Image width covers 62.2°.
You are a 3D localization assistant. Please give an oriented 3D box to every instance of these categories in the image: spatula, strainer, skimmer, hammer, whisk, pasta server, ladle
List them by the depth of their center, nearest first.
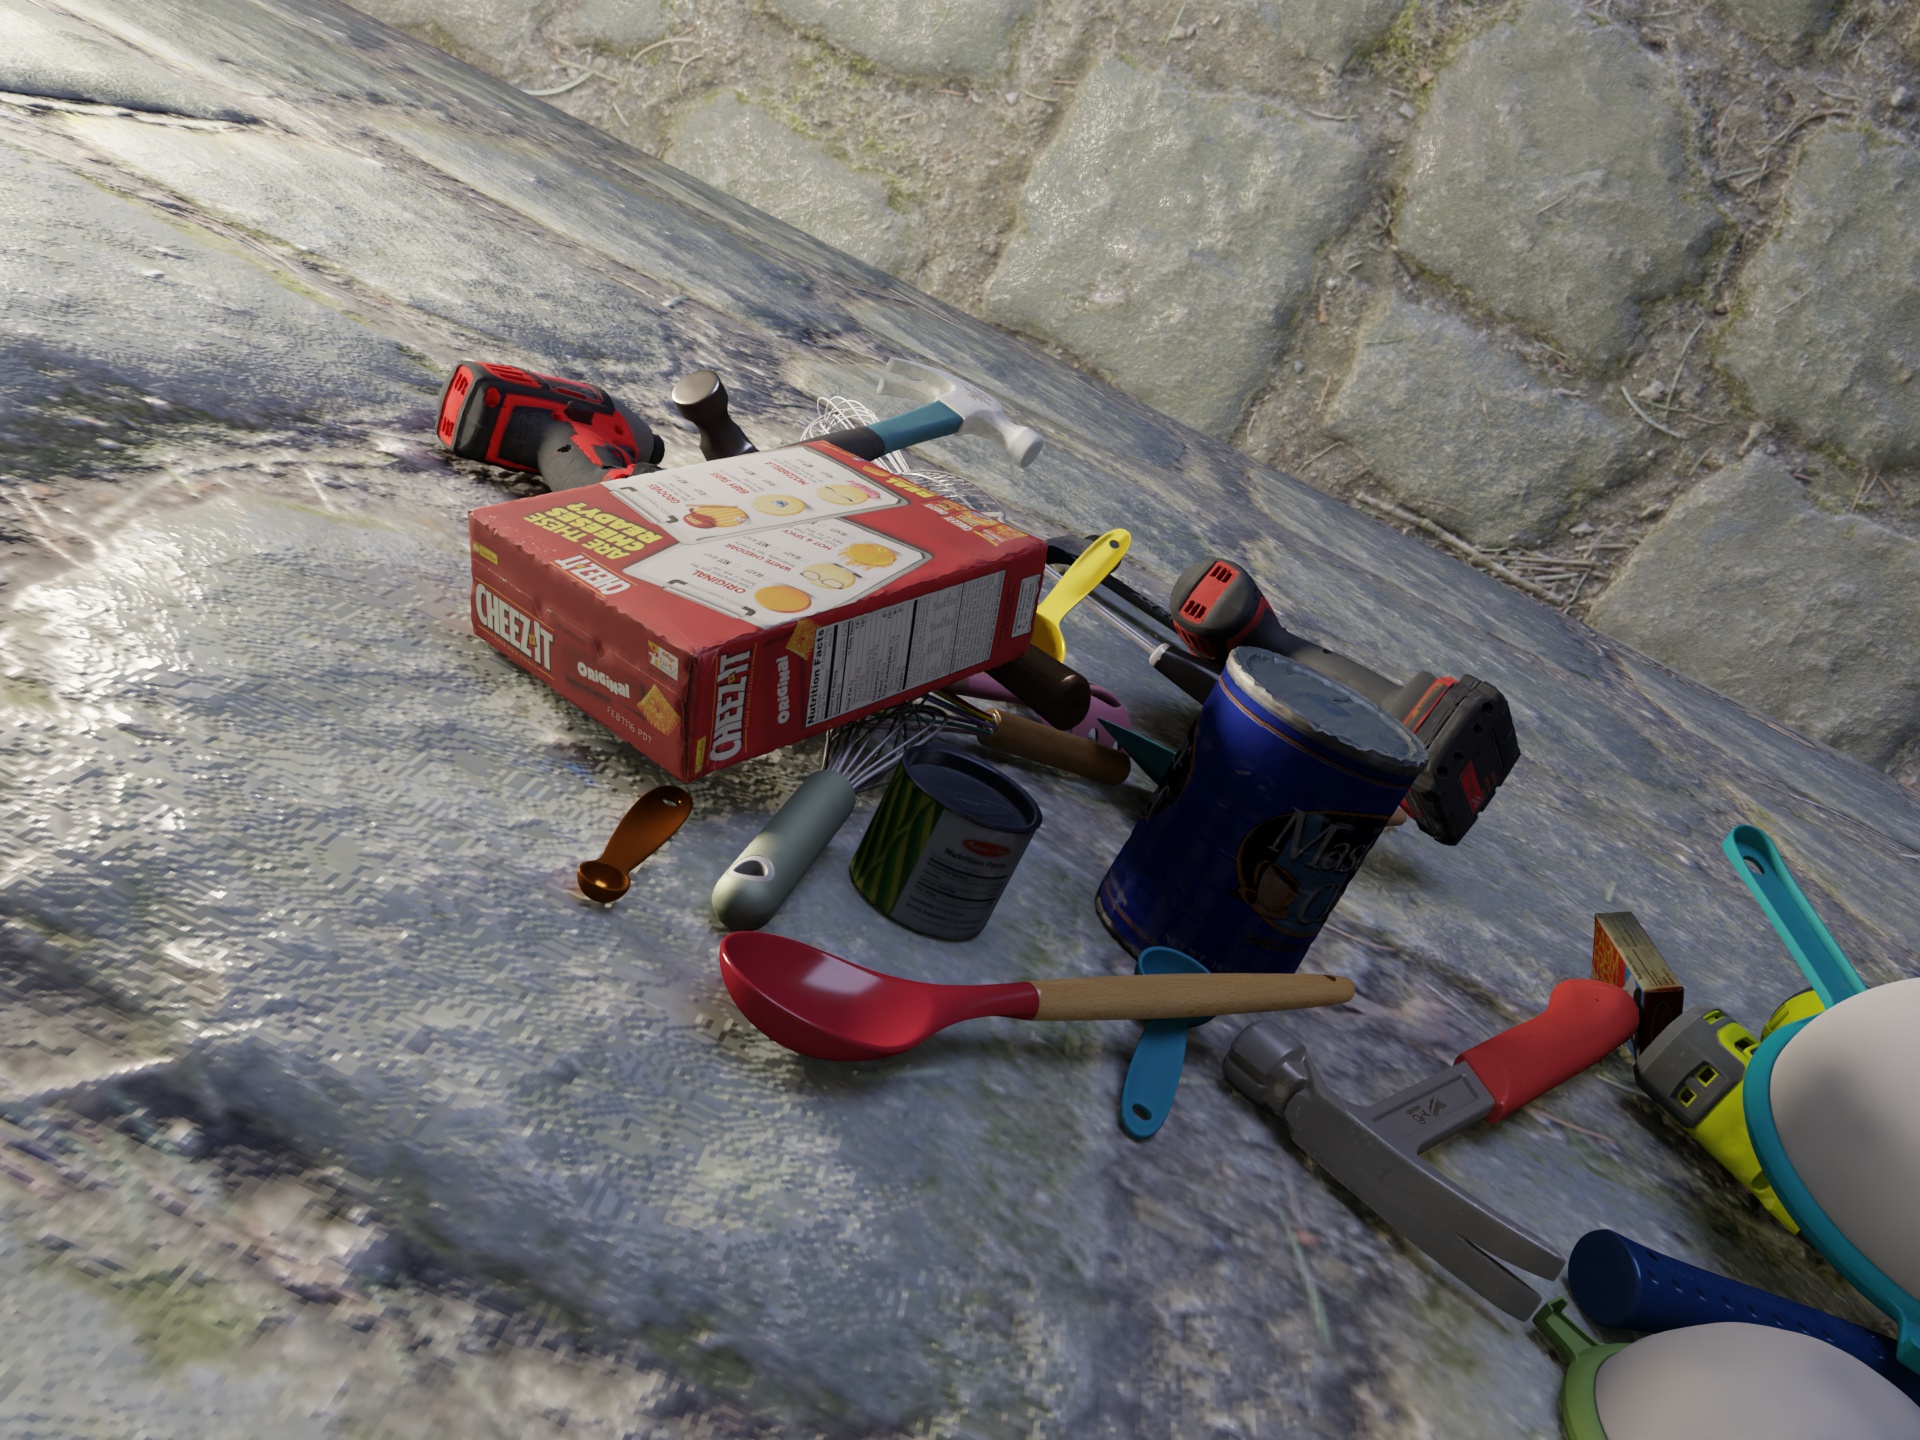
[{"bbox_3d":[0.283,0.268,0.488,0.151,0.069,0.256,26,18,-2],"label":"strainer"},{"bbox_3d":[0.046,0.107,0.621,0.315,0.031,0.069,6,23,-36],"label":"ladle"},{"bbox_3d":[0.435,0.289,0.684,0.405,0.035,0.144,22,20,-14],"label":"hammer"},{"bbox_3d":[-0.056,0.031,0.701,0.058,0.059,0.246,9,22,11],"label":"whisk"},{"bbox_3d":[0.464,0.144,0.748,0.211,0.095,0.341,6,38,-11],"label":"strainer"},{"bbox_3d":[0.268,0.174,0.758,0.149,0.036,0.359,36,21,32],"label":"hammer"},{"bbox_3d":[0.000,-0.003,0.863,0.244,0.047,0.051,18,20,-33],"label":"whisk"},{"bbox_3d":[-0.025,-0.019,0.898,0.316,0.040,0.060,9,26,-33],"label":"pasta server"},{"bbox_3d":[-0.046,-0.086,0.900,0.332,0.031,0.129,38,-17,37],"label":"hammer"},{"bbox_3d":[0.203,0.044,1.001,0.317,0.044,0.082,8,14,-46],"label":"spatula"},{"bbox_3d":[0.070,-0.057,1.070,0.363,0.090,0.127,37,27,11],"label":"skimmer"},{"bbox_3d":[-0.073,-0.200,1.160,0.128,0.033,0.331,39,37,16],"label":"hammer"},{"bbox_3d":[-0.034,-0.161,1.210,0.070,0.070,0.285,5,34,-47],"label":"whisk"},{"bbox_3d":[0.225,-0.040,1.258,0.409,0.036,0.149,37,22,25],"label":"hammer"}]

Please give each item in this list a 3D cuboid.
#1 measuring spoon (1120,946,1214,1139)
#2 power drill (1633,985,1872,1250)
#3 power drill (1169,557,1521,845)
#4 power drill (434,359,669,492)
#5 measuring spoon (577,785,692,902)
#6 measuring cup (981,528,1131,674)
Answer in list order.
[{"bbox_3d":[0.080,0.137,0.655,0.042,0.021,0.129,29,28,4],"label":"measuring spoon"},{"bbox_3d":[0.482,0.222,0.862,0.223,0.080,0.171,-1,39,-47],"label":"power drill"},{"bbox_3d":[0.251,-0.010,1.062,0.227,0.080,0.187,34,-6,32],"label":"power drill"},{"bbox_3d":[-0.192,-0.135,0.908,0.143,0.078,0.220,6,25,-47],"label":"power drill"},{"bbox_3d":[-0.126,0.047,0.622,0.021,0.011,0.117,25,16,-2],"label":"measuring spoon"},{"bbox_3d":[0.063,-0.070,1.017,0.062,0.029,0.156,34,56,13],"label":"measuring cup"}]
